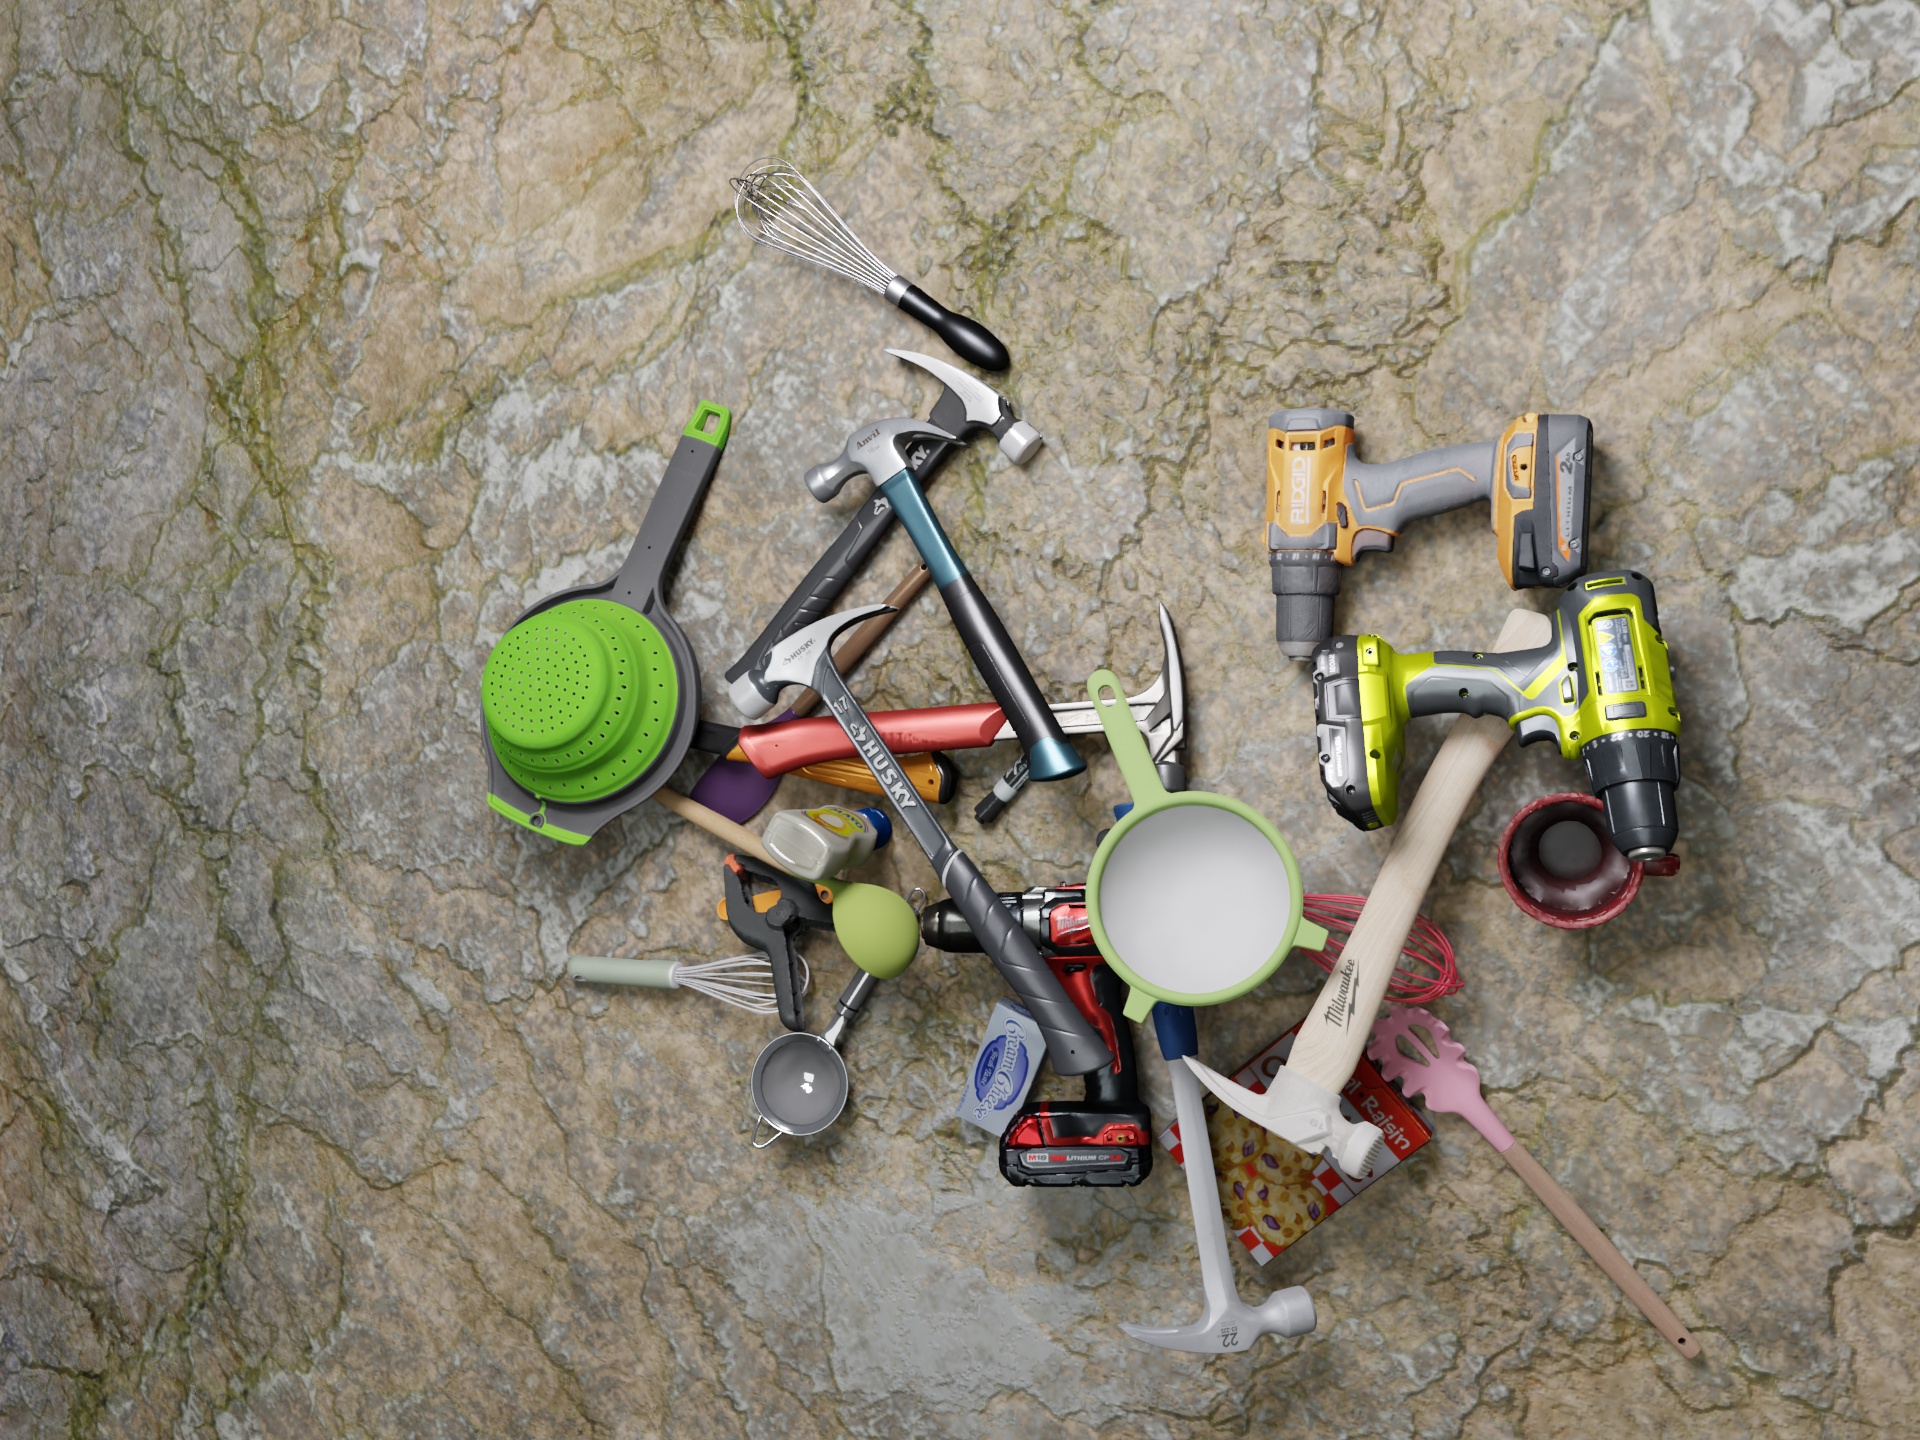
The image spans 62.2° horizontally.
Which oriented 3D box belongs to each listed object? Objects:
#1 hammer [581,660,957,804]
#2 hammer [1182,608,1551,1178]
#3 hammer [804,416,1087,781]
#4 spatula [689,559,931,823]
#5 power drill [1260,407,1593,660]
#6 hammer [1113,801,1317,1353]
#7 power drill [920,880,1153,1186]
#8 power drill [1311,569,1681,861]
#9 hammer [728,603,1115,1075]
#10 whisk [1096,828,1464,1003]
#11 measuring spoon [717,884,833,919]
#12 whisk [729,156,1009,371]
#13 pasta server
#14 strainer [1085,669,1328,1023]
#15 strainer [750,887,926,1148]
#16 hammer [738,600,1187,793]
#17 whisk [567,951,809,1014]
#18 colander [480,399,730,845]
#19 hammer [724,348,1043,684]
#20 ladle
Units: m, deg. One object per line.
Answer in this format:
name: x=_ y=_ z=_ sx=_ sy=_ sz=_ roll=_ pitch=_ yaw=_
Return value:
hammer: x=-0.165 y=0.032 z=1.337 sx=0.337 sy=0.034 sz=0.127 roll=10 pitch=92 yaw=17
hammer: x=0.308 y=0.104 z=1.126 sx=0.146 sy=0.038 sz=0.411 roll=25 pitch=84 yaw=31
hammer: x=0.001 y=-0.094 z=1.235 sx=0.128 sy=0.033 sz=0.331 roll=-33 pitch=74 yaw=16
spatula: x=-0.120 y=-0.024 z=1.347 sx=0.060 sy=0.018 sz=0.316 roll=46 pitch=107 yaw=12
power drill: x=0.329 y=-0.132 z=1.143 sx=0.226 sy=0.084 sz=0.185 roll=3 pitch=93 yaw=25
hammer: x=0.160 y=0.261 z=1.176 sx=0.144 sy=0.035 sz=0.405 roll=-8 pitch=85 yaw=-14
power drill: x=0.064 y=0.239 z=1.233 sx=0.188 sy=0.080 sz=0.227 roll=-1 pitch=85 yaw=4
power drill: x=0.361 y=0.008 z=1.070 sx=0.228 sy=0.080 sz=0.191 roll=-8 pitch=67 yaw=22
hammer: x=-0.012 y=0.093 z=1.208 sx=0.149 sy=0.036 sz=0.409 roll=-38 pitch=78 yaw=14
whisk: x=0.235 y=0.140 z=1.199 sx=0.296 sy=0.073 sz=0.073 roll=21 pitch=99 yaw=24
measuring spoon: x=-0.156 y=0.157 z=1.373 sx=0.117 sy=0.011 sz=0.021 roll=-10 pitch=73 yaw=18
whisk: x=-0.076 y=-0.367 z=1.297 sx=0.285 sy=0.070 sz=0.070 roll=37 pitch=104 yaw=11
pasta server: x=0.415 y=0.331 z=1.148 sx=0.060 sy=0.040 sz=0.316 roll=-44 pitch=78 yaw=15
strainer: x=0.150 y=0.084 z=1.152 sx=0.151 sy=0.069 sz=0.257 roll=-24 pitch=70 yaw=7
strainer: x=-0.098 y=0.249 z=1.338 sx=0.087 sy=0.050 sz=0.258 roll=34 pitch=97 yaw=14
hammer: x=-0.002 y=-0.004 z=1.259 sx=0.359 sy=0.036 sz=0.149 roll=-4 pitch=80 yaw=14
whisk: x=-0.241 y=0.223 z=1.392 sx=0.246 sy=0.057 sz=0.059 roll=0 pitch=58 yaw=24
colander: x=-0.294 y=-0.098 z=1.322 sx=0.204 sy=0.094 sz=0.397 roll=21 pitch=84 yaw=17
hammer: x=-0.089 y=-0.154 z=1.322 sx=0.146 sy=0.035 sz=0.334 roll=44 pitch=106 yaw=13
ladle: x=-0.158 y=0.123 z=1.319 sx=0.320 sy=0.078 sz=0.062 roll=23 pitch=100 yaw=36
